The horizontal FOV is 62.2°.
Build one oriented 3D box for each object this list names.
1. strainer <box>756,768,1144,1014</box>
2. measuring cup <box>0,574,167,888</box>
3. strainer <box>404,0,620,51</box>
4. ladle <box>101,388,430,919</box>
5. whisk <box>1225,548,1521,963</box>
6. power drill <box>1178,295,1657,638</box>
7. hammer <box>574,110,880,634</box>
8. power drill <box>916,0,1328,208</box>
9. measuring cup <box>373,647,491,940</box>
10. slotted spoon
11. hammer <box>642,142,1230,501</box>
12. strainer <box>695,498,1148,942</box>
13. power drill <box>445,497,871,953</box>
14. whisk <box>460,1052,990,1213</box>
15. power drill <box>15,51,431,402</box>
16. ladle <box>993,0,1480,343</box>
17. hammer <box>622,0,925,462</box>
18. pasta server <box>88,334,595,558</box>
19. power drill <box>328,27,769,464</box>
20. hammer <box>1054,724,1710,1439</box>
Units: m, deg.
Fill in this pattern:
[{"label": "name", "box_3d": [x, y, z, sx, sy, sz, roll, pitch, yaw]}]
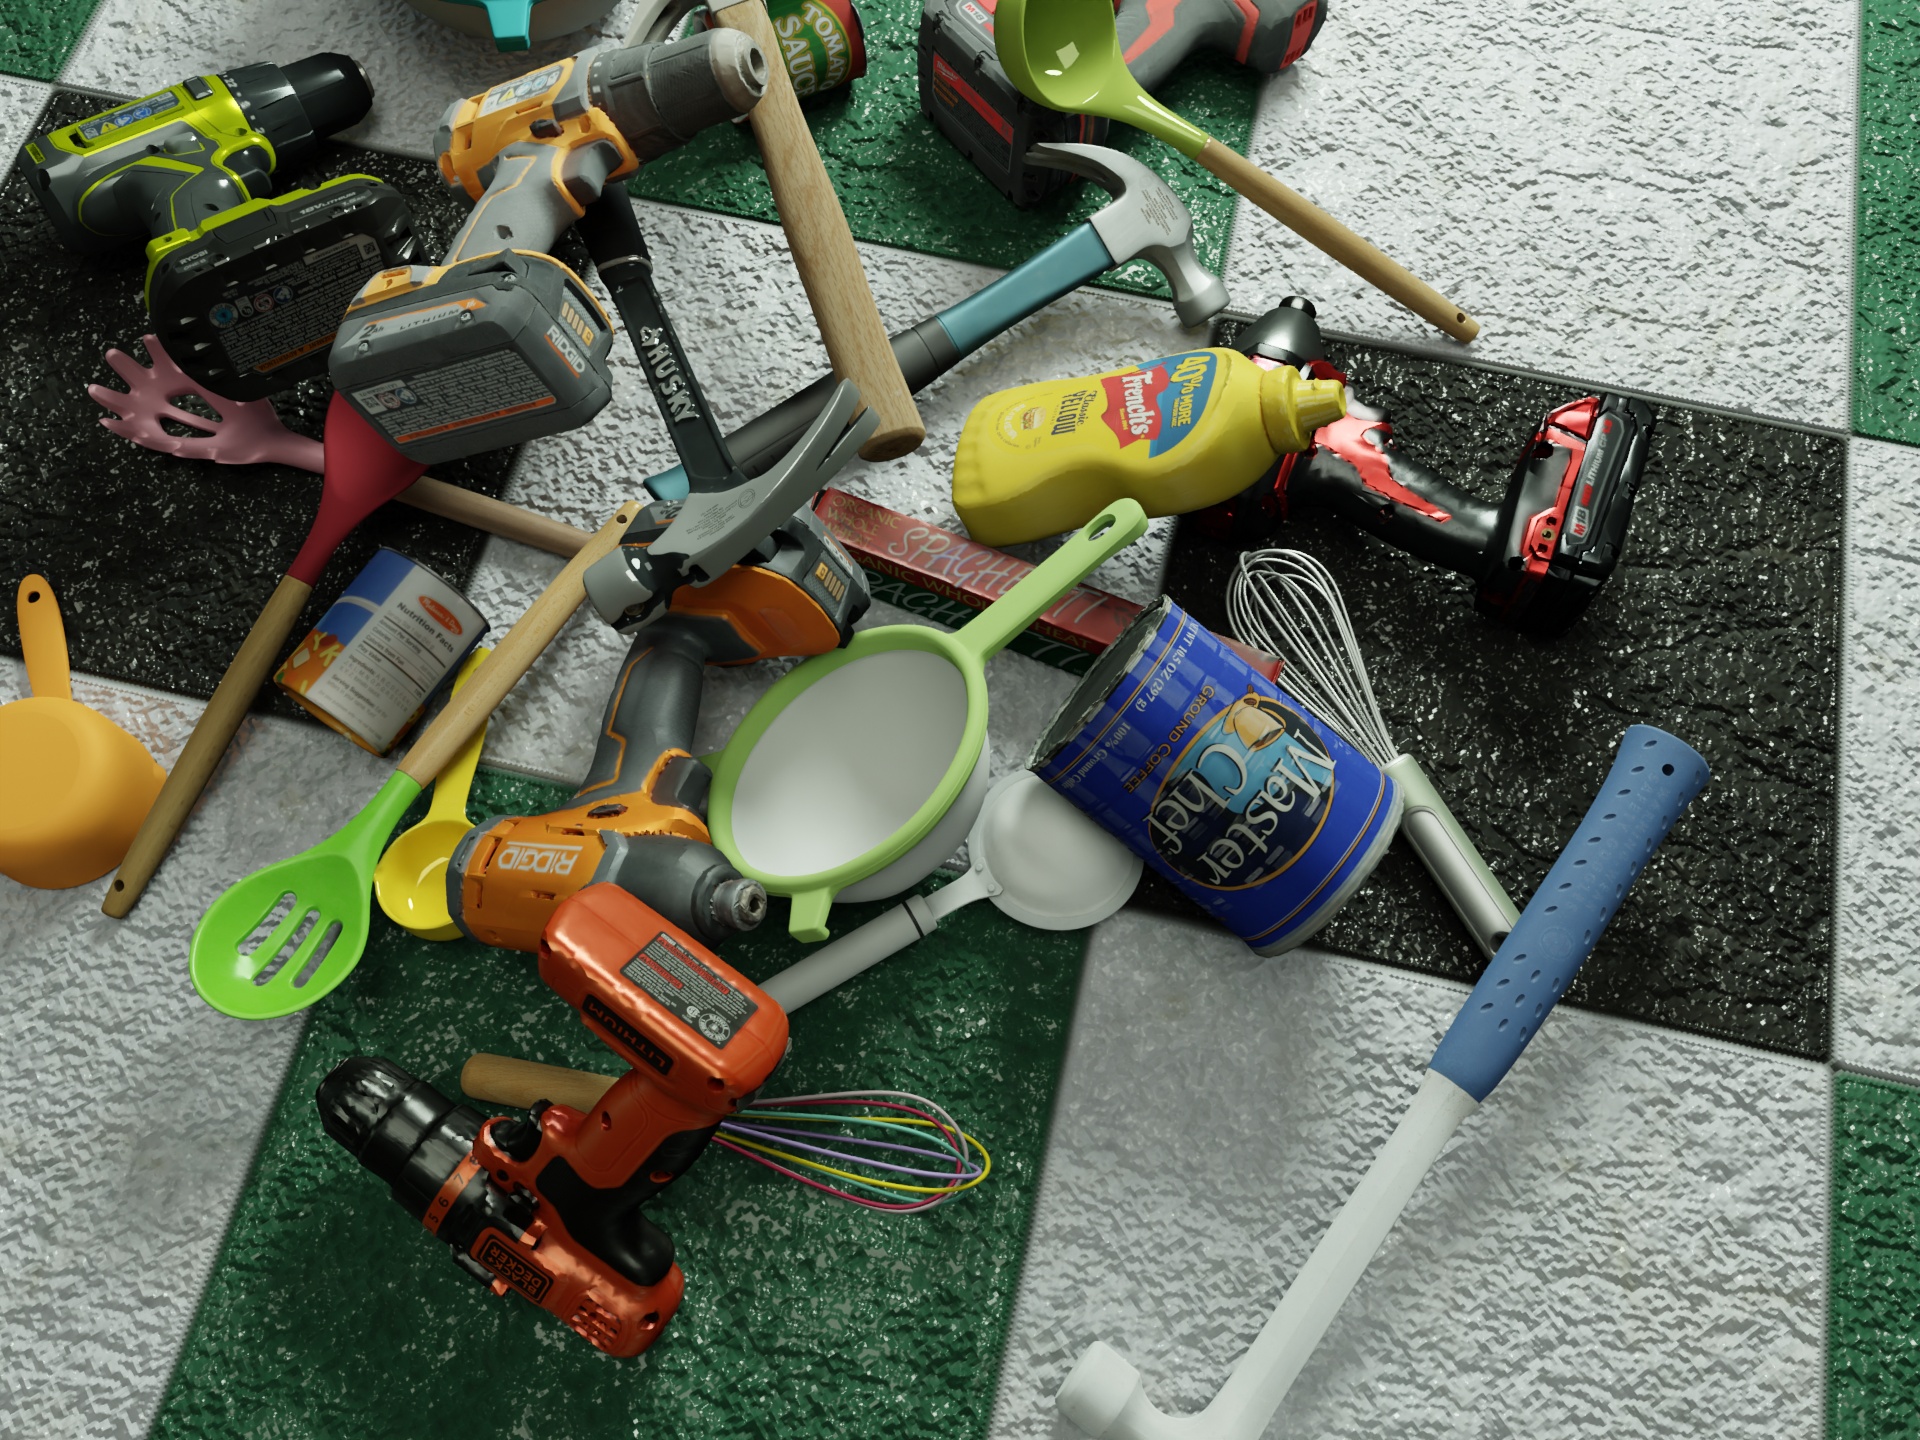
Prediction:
[{"label": "strainer", "box_3d": [-0.012, 0.089, 0.755, 0.258, 0.050, 0.087, -29, 67, -8]}, {"label": "measuring cup", "box_3d": [-0.454, -0.005, 0.778, 0.095, 0.052, 0.174, -17, 72, -7]}, {"label": "strainer", "box_3d": [-0.227, -0.524, 0.966, 0.211, 0.095, 0.340, 37, 70, 10]}, {"label": "ladle", "box_3d": [-0.341, -0.046, 0.792, 0.069, 0.031, 0.315, 22, 79, 15]}, {"label": "whisk", "box_3d": [0.206, 0.017, 0.782, 0.058, 0.059, 0.246, -38, 74, 26]}, {"label": "power drill", "box_3d": [0.232, -0.138, 0.829, 0.220, 0.078, 0.143, 19, 70, 10]}, {"label": "hammer", "box_3d": [-0.164, -0.223, 0.812, 0.149, 0.036, 0.409, -32, 52, 8]}, {"label": "power drill", "box_3d": [0.080, -0.425, 0.940, 0.227, 0.080, 0.188, -36, 73, -16]}, {"label": "measuring cup", "box_3d": [-0.245, 0.035, 0.784, 0.062, 0.029, 0.157, -2, 58, 5]}, {"label": "slotted spoon", "box_3d": [-0.246, 0.010, 0.763, 0.070, 0.031, 0.314, 31, 67, 6]}, {"label": "hammer", "box_3d": [-0.018, -0.197, 0.855, 0.331, 0.033, 0.128, -33, 100, -8]}, {"label": "strainer", "box_3d": [-0.001, -0.002, 0.756, 0.256, 0.069, 0.152, -41, 40, -4]}, {"label": "power drill", "box_3d": [-0.124, 0.006, 0.728, 0.164, 0.084, 0.227, 1, 58, 35]}, {"label": "whisk", "box_3d": [-0.107, 0.181, 0.720, 0.245, 0.051, 0.047, 9, 48, 7]}, {"label": "power drill", "box_3d": [-0.377, -0.280, 0.854, 0.190, 0.080, 0.229, -31, 54, -19]}, {"label": "ladle", "box_3d": [0.156, -0.296, 0.849, 0.320, 0.062, 0.078, 30, 78, -11]}, {"label": "hammer", "box_3d": [-0.087, -0.283, 0.837, 0.130, 0.031, 0.331, -19, 73, 2]}, {"label": "pasta server", "box_3d": [-0.304, -0.129, 0.838, 0.316, 0.040, 0.060, 19, 77, 6]}, {"label": "power drill", "box_3d": [-0.191, -0.242, 0.770, 0.185, 0.084, 0.226, -8, 54, 24]}, {"label": "hammer", "box_3d": [0.217, 0.175, 0.704, 0.144, 0.035, 0.405, 35, 78, 12]}]
